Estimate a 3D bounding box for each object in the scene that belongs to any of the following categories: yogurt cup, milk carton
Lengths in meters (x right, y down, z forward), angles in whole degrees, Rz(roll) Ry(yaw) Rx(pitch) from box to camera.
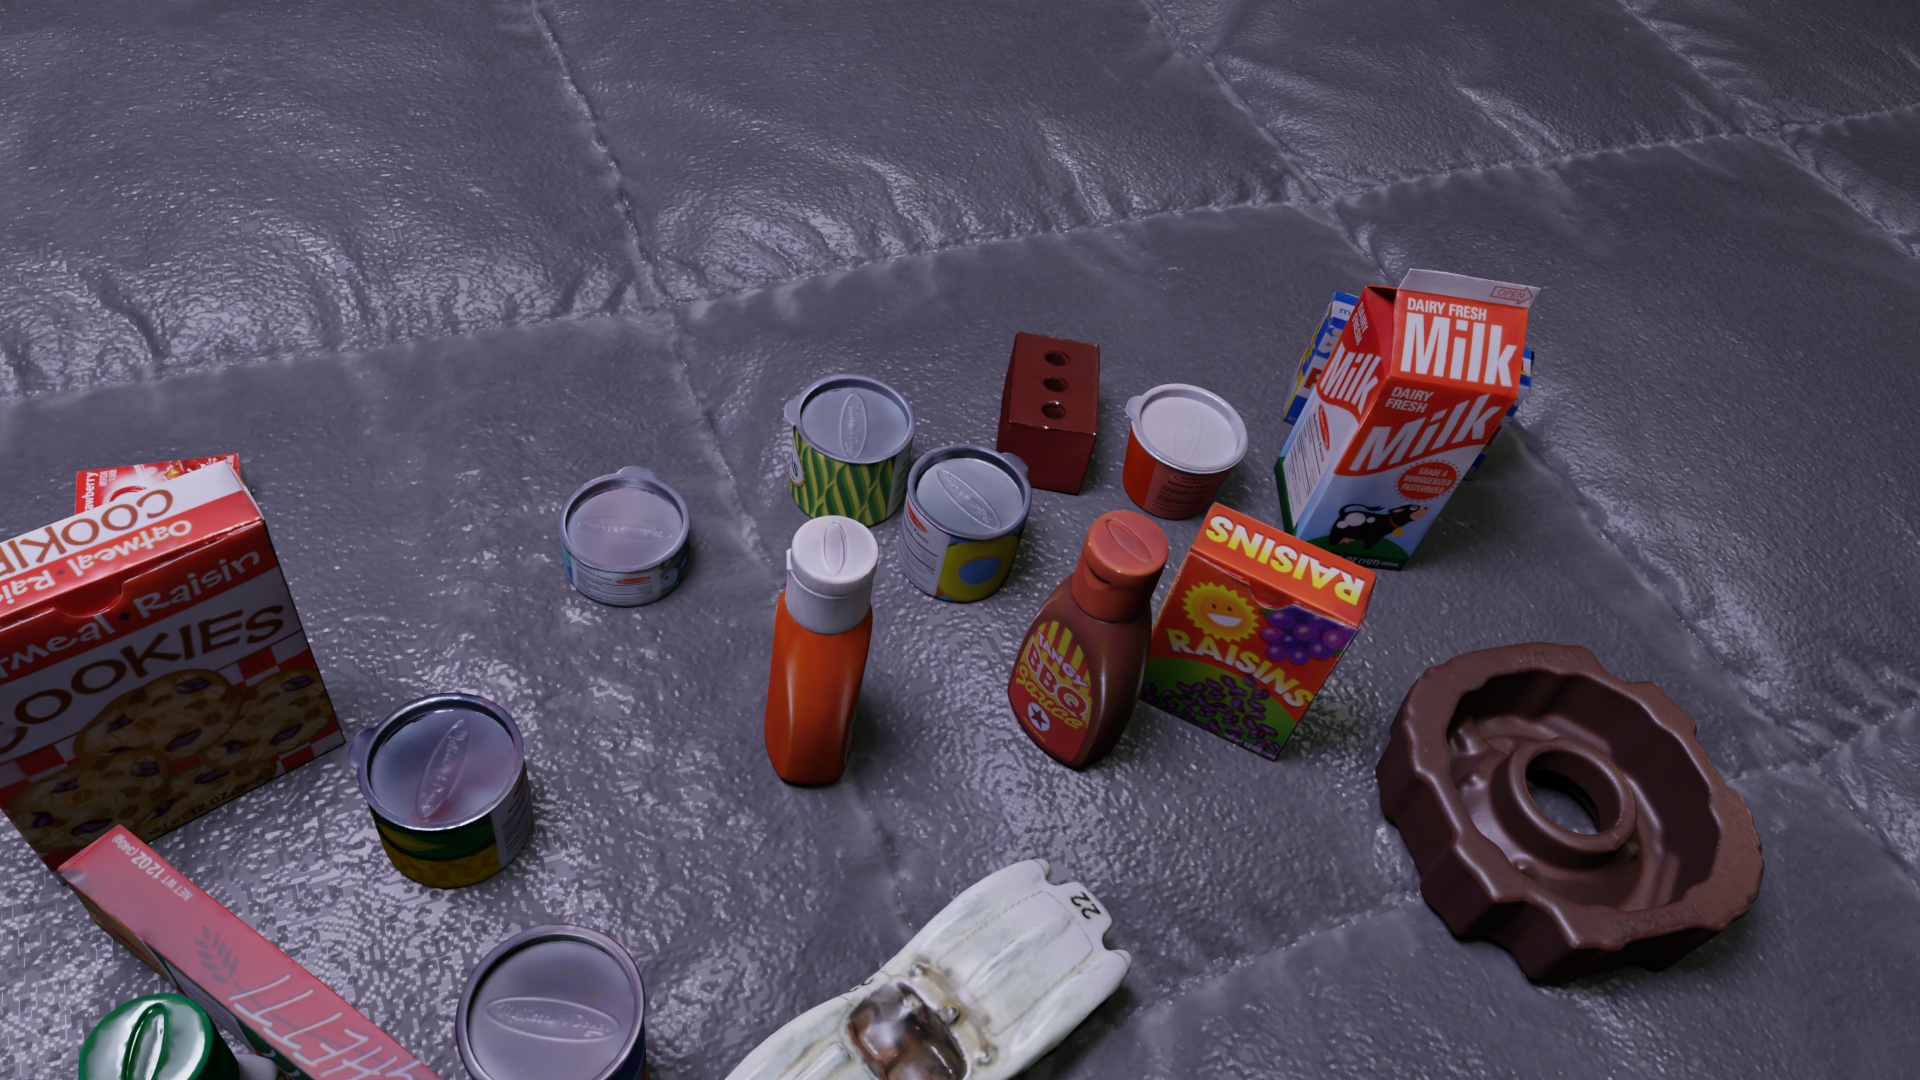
[{"bbox_3d":[0.127,-0.049,0.809,0.072,0.053,0.073,6,50,-7],"label":"yogurt cup"},{"bbox_3d":[0.241,-0.072,0.761,0.072,0.189,0.074,7,50,-6],"label":"milk carton"}]

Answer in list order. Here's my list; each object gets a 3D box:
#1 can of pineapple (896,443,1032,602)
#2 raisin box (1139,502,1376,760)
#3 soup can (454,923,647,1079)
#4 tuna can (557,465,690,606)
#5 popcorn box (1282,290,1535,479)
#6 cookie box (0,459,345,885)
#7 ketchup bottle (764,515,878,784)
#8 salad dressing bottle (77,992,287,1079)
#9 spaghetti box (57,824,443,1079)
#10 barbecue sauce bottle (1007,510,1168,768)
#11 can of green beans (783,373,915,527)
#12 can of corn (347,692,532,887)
[{"bbox_3d":[0.003,-0.009,0.749,0.071,0.057,0.071,6,50,-7],"label":"can of pineapple"},{"bbox_3d":[0.140,0.048,0.687,0.086,0.122,0.040,26,51,10],"label":"raisin box"},{"bbox_3d":[-0.154,0.197,0.530,0.071,0.083,0.072,6,50,-7],"label":"soup can"},{"bbox_3d":[-0.174,-0.002,0.723,0.071,0.032,0.071,6,50,-7],"label":"tuna can"},{"bbox_3d":[0.273,-0.095,0.856,0.127,0.084,0.038,18,50,4],"label":"popcorn box"},{"bbox_3d":[-0.328,0.057,0.556,0.123,0.166,0.040,-29,62,-30],"label":"cookie box"},{"bbox_3d":[-0.064,0.049,0.628,0.043,0.148,0.065,1,51,-10],"label":"ketchup bottle"},{"bbox_3d":[-0.254,0.198,0.468,0.044,0.146,0.064,0,51,-11],"label":"salad dressing bottle"},{"bbox_3d":[-0.243,0.197,0.534,0.250,0.049,0.029,31,52,14],"label":"spaghetti box"},{"bbox_3d":[0.062,0.046,0.656,0.044,0.147,0.065,-28,61,-29],"label":"barbecue sauce bottle"},{"bbox_3d":[-0.061,-0.049,0.768,0.071,0.057,0.071,6,50,-7],"label":"can of green beans"},{"bbox_3d":[-0.225,0.109,0.605,0.071,0.058,0.071,6,50,-7],"label":"can of corn"}]
